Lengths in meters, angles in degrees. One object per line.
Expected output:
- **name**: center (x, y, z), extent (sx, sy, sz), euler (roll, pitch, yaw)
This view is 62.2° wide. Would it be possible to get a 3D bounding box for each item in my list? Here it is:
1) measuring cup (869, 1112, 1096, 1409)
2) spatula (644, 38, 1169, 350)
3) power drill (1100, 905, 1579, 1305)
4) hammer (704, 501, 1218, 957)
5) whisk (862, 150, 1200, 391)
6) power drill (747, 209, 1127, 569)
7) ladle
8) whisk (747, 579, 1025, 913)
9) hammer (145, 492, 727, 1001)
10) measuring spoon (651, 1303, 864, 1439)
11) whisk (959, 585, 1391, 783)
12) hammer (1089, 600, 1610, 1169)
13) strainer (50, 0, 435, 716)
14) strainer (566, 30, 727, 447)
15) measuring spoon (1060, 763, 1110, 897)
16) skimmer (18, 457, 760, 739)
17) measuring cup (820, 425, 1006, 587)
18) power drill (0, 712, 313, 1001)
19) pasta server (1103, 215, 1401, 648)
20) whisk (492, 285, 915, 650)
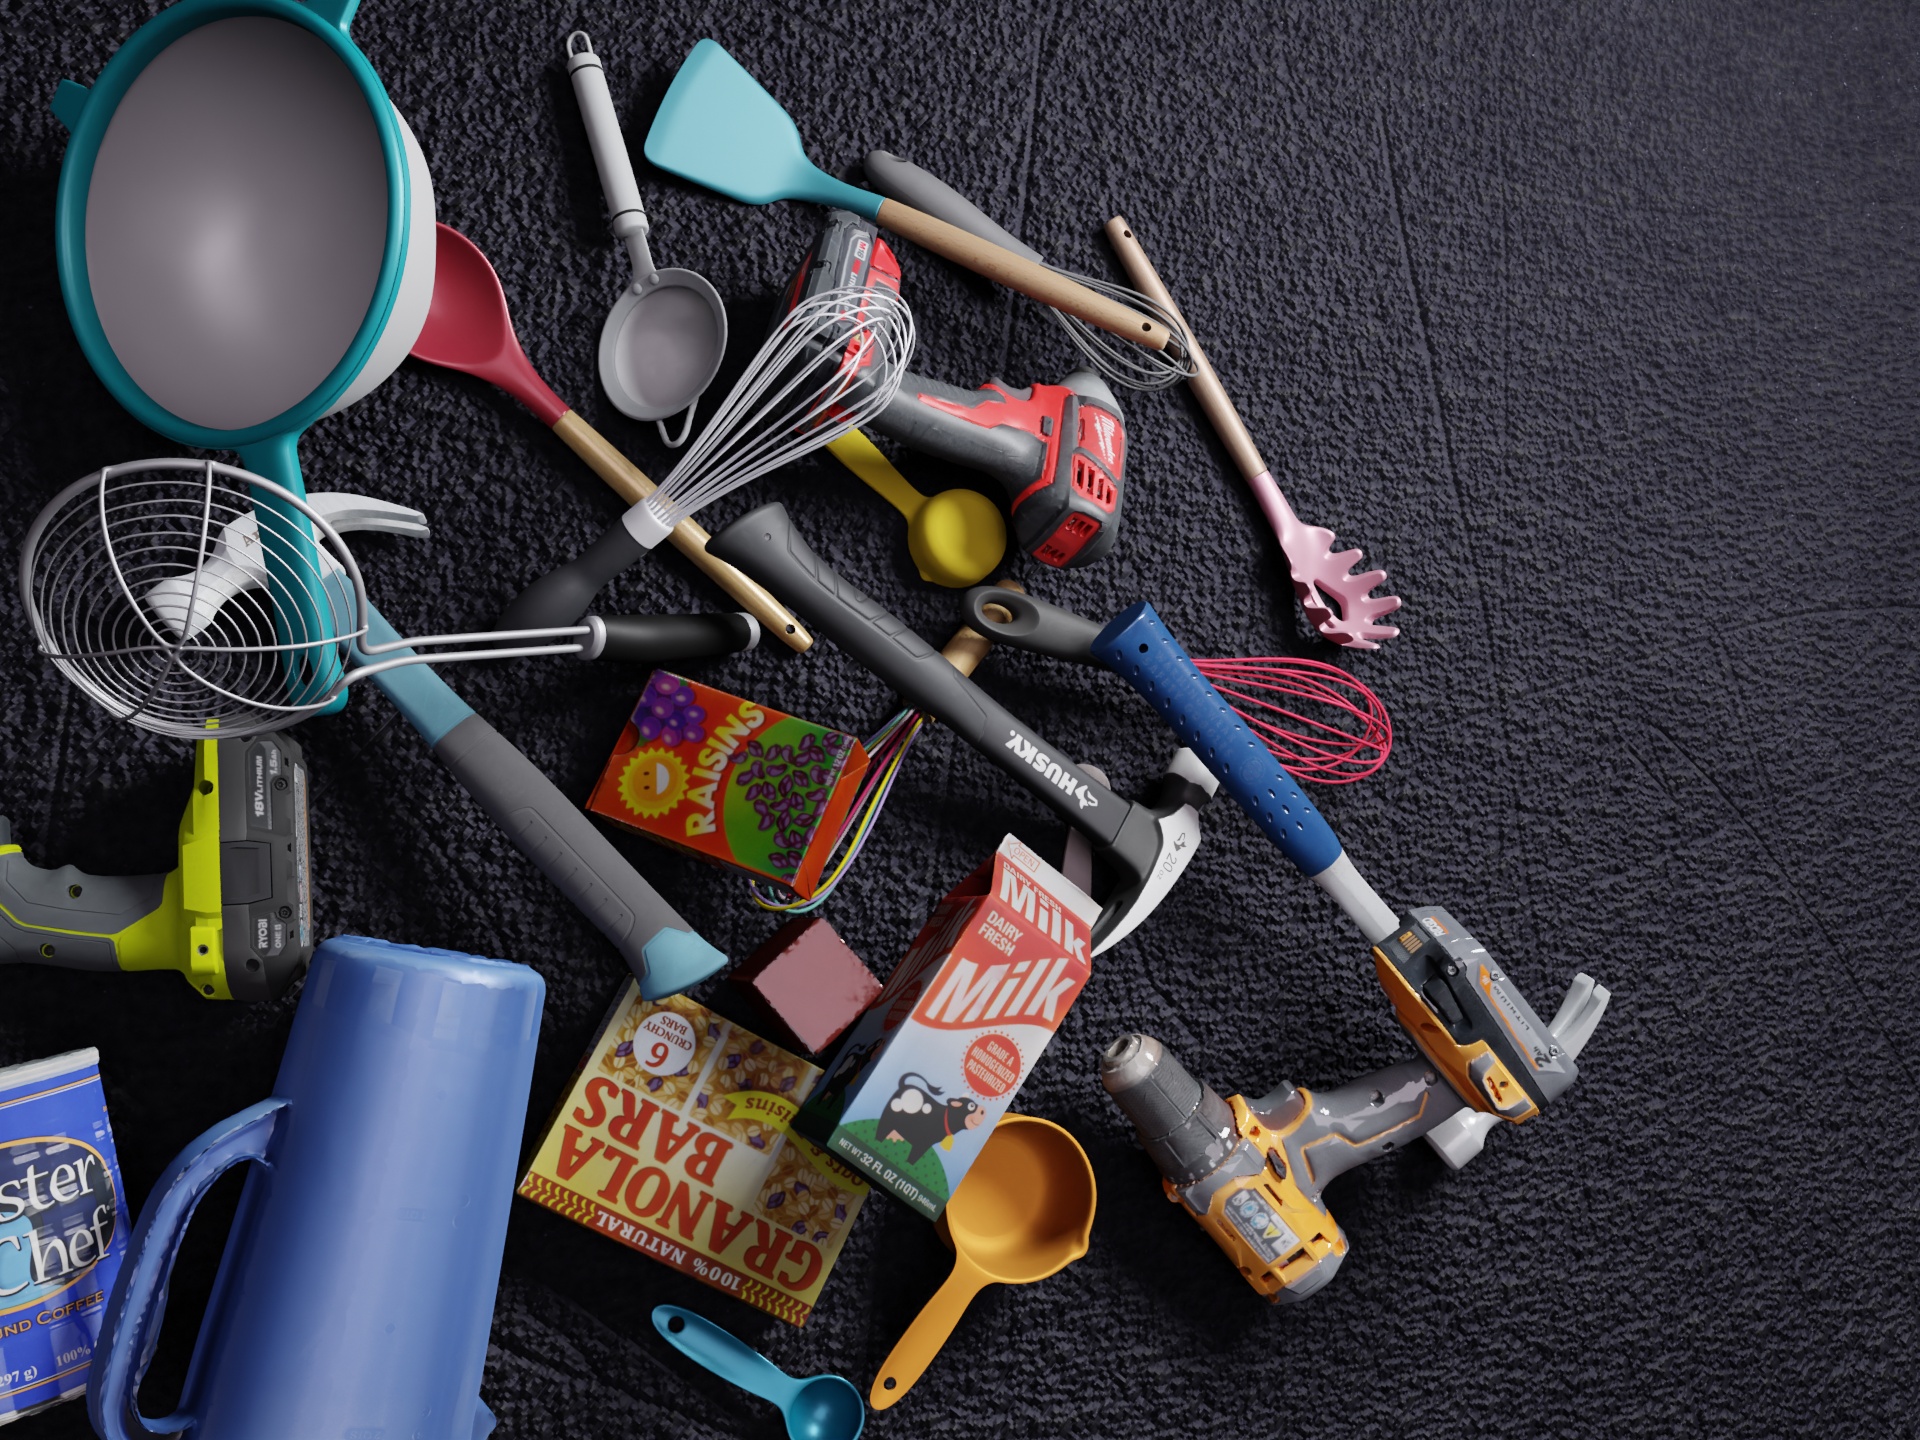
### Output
- **measuring cup**: center (0.000, 0.293, 0.869), extent (0.095, 0.052, 0.174), euler (41, 74, -10)
- **spatula**: center (-0.023, -0.288, 0.922), extent (0.317, 0.044, 0.082), euler (25, 81, 1)
- **power drill**: center (0.207, 0.202, 0.903), extent (0.226, 0.084, 0.185), euler (-39, 103, 6)
- **hammer**: center (-0.001, -0.003, 0.878), extent (0.334, 0.035, 0.146), euler (38, 69, -20)
- **whisk**: center (0.044, -0.273, 0.961), extent (0.239, 0.055, 0.055), euler (33, 73, -5)
- **power drill**: center (-0.001, -0.188, 0.911), extent (0.219, 0.078, 0.143), euler (25, 50, -20)
- **ladle**: center (-0.198, -0.148, 0.873), extent (0.315, 0.031, 0.069), euler (44, 81, -11)
- **whisk**: center (-0.034, 0.013, 0.900), extent (0.051, 0.047, 0.245), euler (46, 67, -19)
- **hammer**: center (-0.246, 0.017, 0.802), extent (0.331, 0.033, 0.128), euler (46, 71, 2)
- **measuring spoon**: center (-0.109, 0.345, 0.845), extent (0.128, 0.021, 0.042), euler (33, 74, -3)
- **whisk**: center (0.135, -0.025, 0.946), extent (0.295, 0.073, 0.073), euler (17, 77, -18)
- **hammer**: center (0.225, 0.087, 0.937), extent (0.144, 0.035, 0.405), euler (-42, 104, 2)
- **strainer**: center (-0.319, -0.173, 0.782), extent (0.211, 0.095, 0.340), euler (-10, 91, 21)
- **strainer**: center (-0.180, -0.269, 0.888), extent (0.087, 0.050, 0.258), euler (-20, 82, 22)
- **measuring spoon**: center (0.072, 0.086, 0.937), extent (0.034, 0.018, 0.124), euler (9, 78, -18)
- **skimmer**: center (-0.236, -0.055, 0.749), extent (0.090, 0.127, 0.363), euler (42, 25, 22)
- **measuring cup**: center (-0.036, -0.140, 0.925), extent (0.156, 0.029, 0.062), euler (42, 72, -12)
- **power drill**: center (-0.429, 0.055, 0.739), extent (0.228, 0.080, 0.190), euler (-3, 84, -17)
- **pasta server**: center (0.178, -0.181, 1.003), extent (0.060, 0.040, 0.316), euler (-32, 92, -32)
- **whisk**: center (-0.136, -0.120, 0.815), extent (0.284, 0.070, 0.070), euler (-38, 97, 13)
